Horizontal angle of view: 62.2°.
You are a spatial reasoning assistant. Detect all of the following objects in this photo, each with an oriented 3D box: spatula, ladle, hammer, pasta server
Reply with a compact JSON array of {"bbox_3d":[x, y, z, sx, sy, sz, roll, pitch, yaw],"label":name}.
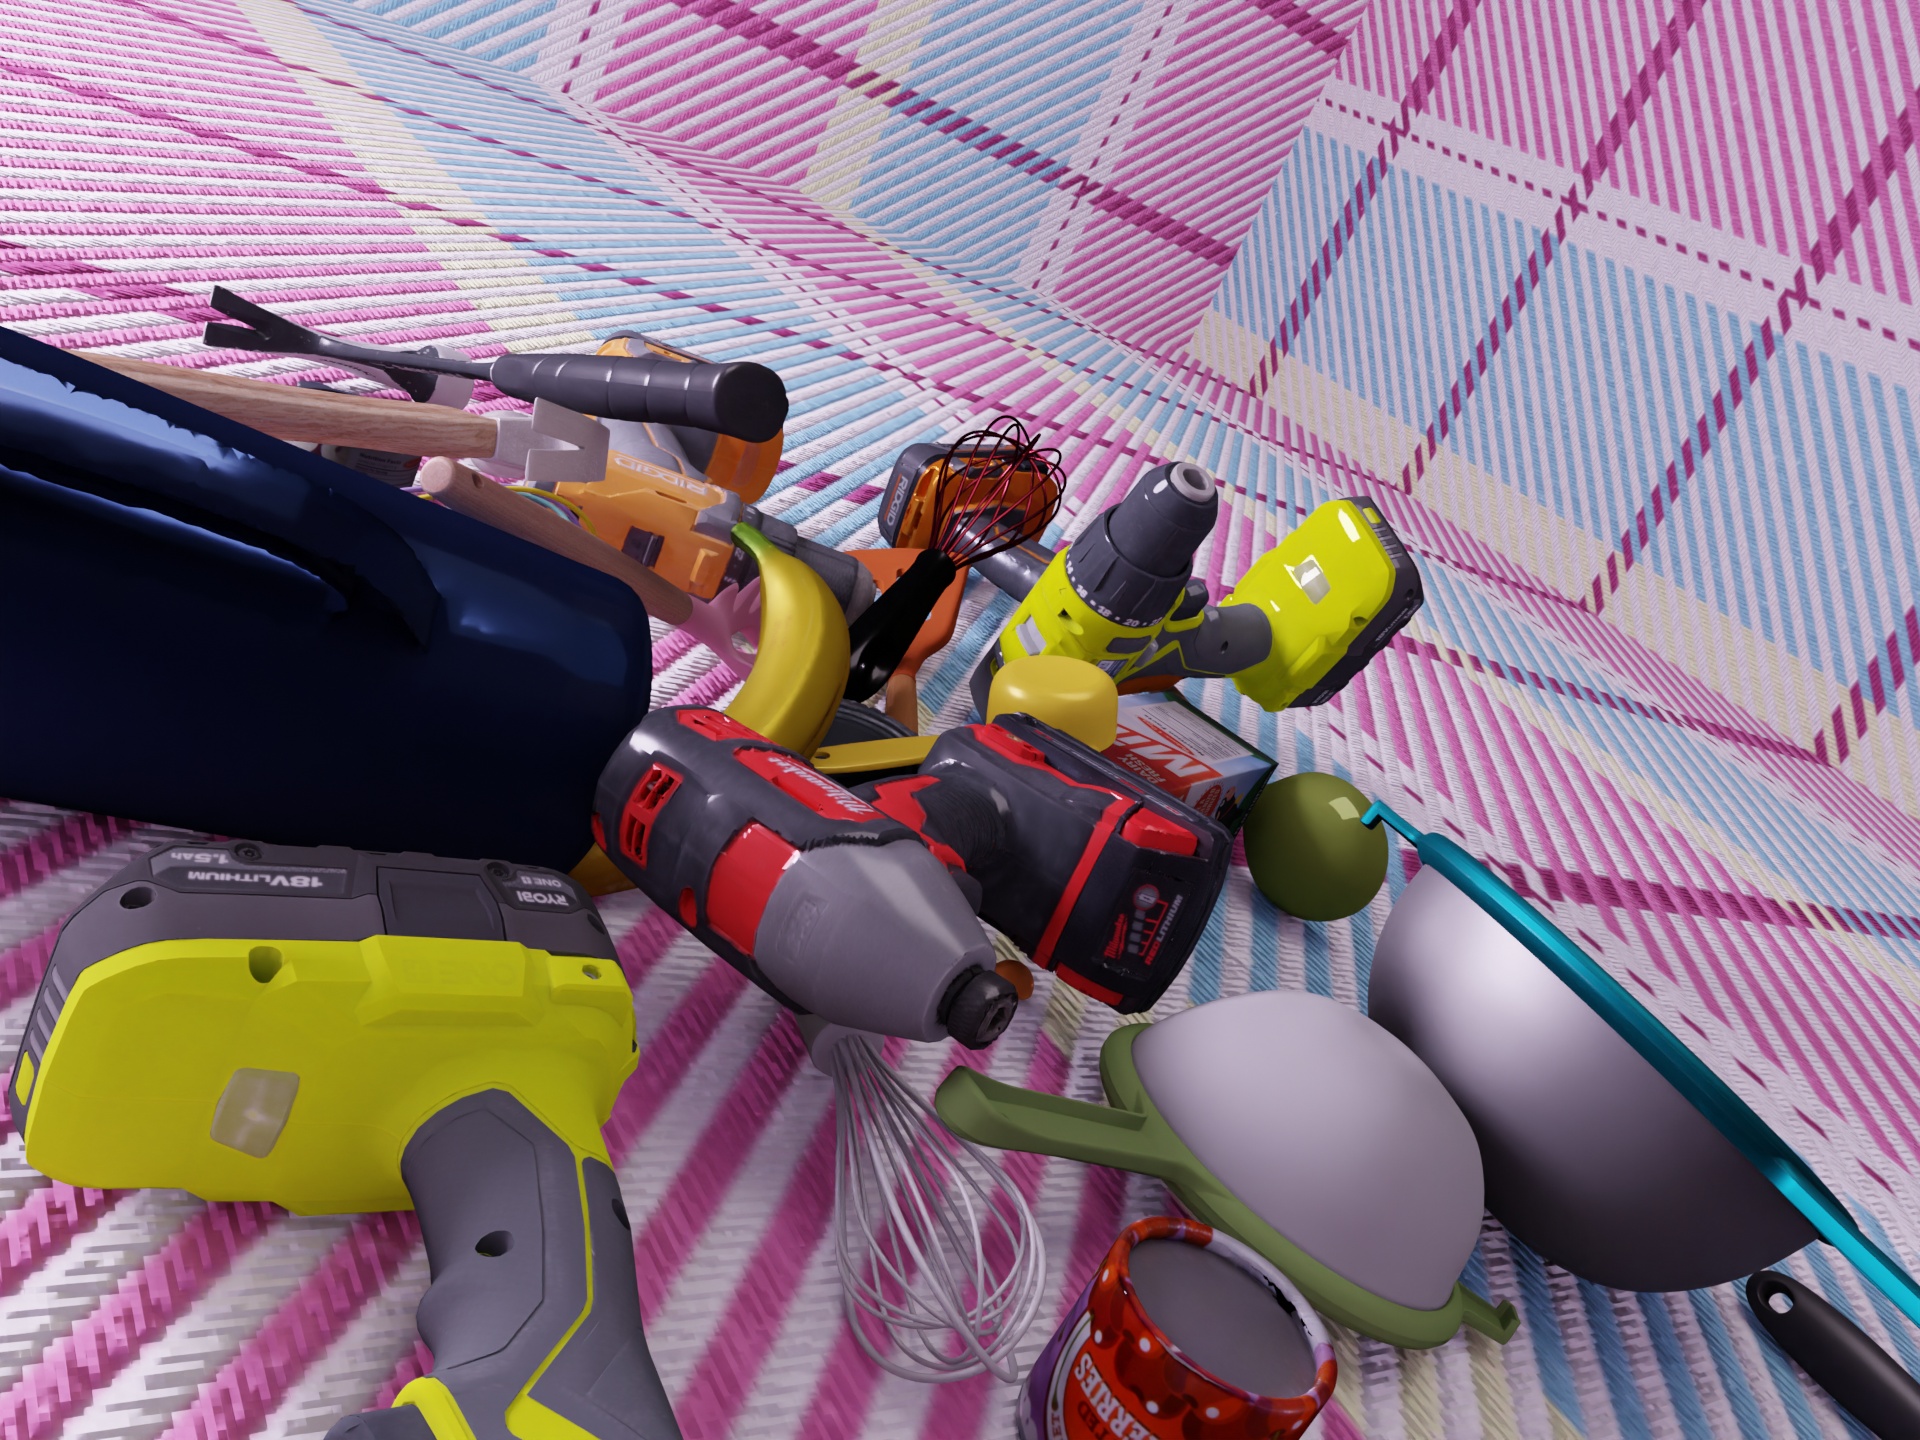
[{"bbox_3d":[-0.030,-0.016,0.803,0.081,0.041,0.323,1,25,-2],"label":"spatula"},{"bbox_3d":[0.163,0.024,0.934,0.062,0.078,0.320,7,18,-11],"label":"ladle"},{"bbox_3d":[-0.215,-0.162,0.734,0.149,0.036,0.409,8,6,-44],"label":"hammer"},{"bbox_3d":[-0.120,-0.055,0.652,0.316,0.040,0.060,33,38,-73],"label":"pasta server"},{"bbox_3d":[-0.282,-0.116,0.580,0.331,0.031,0.130,0,9,-41],"label":"hammer"}]

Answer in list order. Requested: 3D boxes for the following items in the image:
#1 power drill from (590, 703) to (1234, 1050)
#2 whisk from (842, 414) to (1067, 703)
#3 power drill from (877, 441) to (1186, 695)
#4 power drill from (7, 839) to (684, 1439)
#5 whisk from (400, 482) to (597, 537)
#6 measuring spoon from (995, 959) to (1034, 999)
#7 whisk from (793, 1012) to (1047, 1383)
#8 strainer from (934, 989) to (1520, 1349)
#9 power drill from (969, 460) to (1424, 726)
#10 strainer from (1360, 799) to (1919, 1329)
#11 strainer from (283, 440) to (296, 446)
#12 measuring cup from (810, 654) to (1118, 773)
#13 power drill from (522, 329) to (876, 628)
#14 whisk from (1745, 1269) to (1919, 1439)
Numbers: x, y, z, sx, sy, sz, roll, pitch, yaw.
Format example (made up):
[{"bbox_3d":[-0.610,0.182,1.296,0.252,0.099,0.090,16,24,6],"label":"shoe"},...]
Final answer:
[{"bbox_3d":[-0.001,0.051,0.527,0.143,0.078,0.219,31,13,29],"label":"power drill"},{"bbox_3d":[-0.006,-0.091,0.863,0.073,0.073,0.296,29,39,4],"label":"whisk"},{"bbox_3d":[0.067,-0.096,1.042,0.164,0.084,0.227,-8,41,-41],"label":"power drill"},{"bbox_3d":[-0.110,0.124,0.314,0.171,0.080,0.223,10,29,-39],"label":"power drill"},{"bbox_3d":[-0.256,-0.071,0.581,0.245,0.047,0.051,0,69,-24],"label":"whisk"},{"bbox_3d":[-0.019,0.075,0.637,0.117,0.011,0.021,32,20,13],"label":"measuring spoon"},{"bbox_3d":[-0.033,0.109,0.503,0.059,0.058,0.247,56,-1,-33],"label":"whisk"},{"bbox_3d":[0.093,0.122,0.516,0.256,0.069,0.152,25,15,-45],"label":"strainer"},{"bbox_3d":[0.136,-0.065,0.853,0.228,0.190,0.080,-6,58,-34],"label":"power drill"},{"bbox_3d":[0.244,0.171,0.569,0.210,0.095,0.341,42,7,-22],"label":"strainer"},{"bbox_3d":[-0.260,-0.065,0.639,0.259,0.050,0.087,40,39,24],"label":"strainer"},{"bbox_3d":[-0.001,-0.002,0.656,0.156,0.029,0.062,-8,26,-33],"label":"measuring cup"},{"bbox_3d":[-0.139,-0.129,0.883,0.185,0.084,0.226,18,26,-15],"label":"power drill"},{"bbox_3d":[0.389,0.290,0.583,0.055,0.055,0.239,13,21,-35],"label":"whisk"}]
